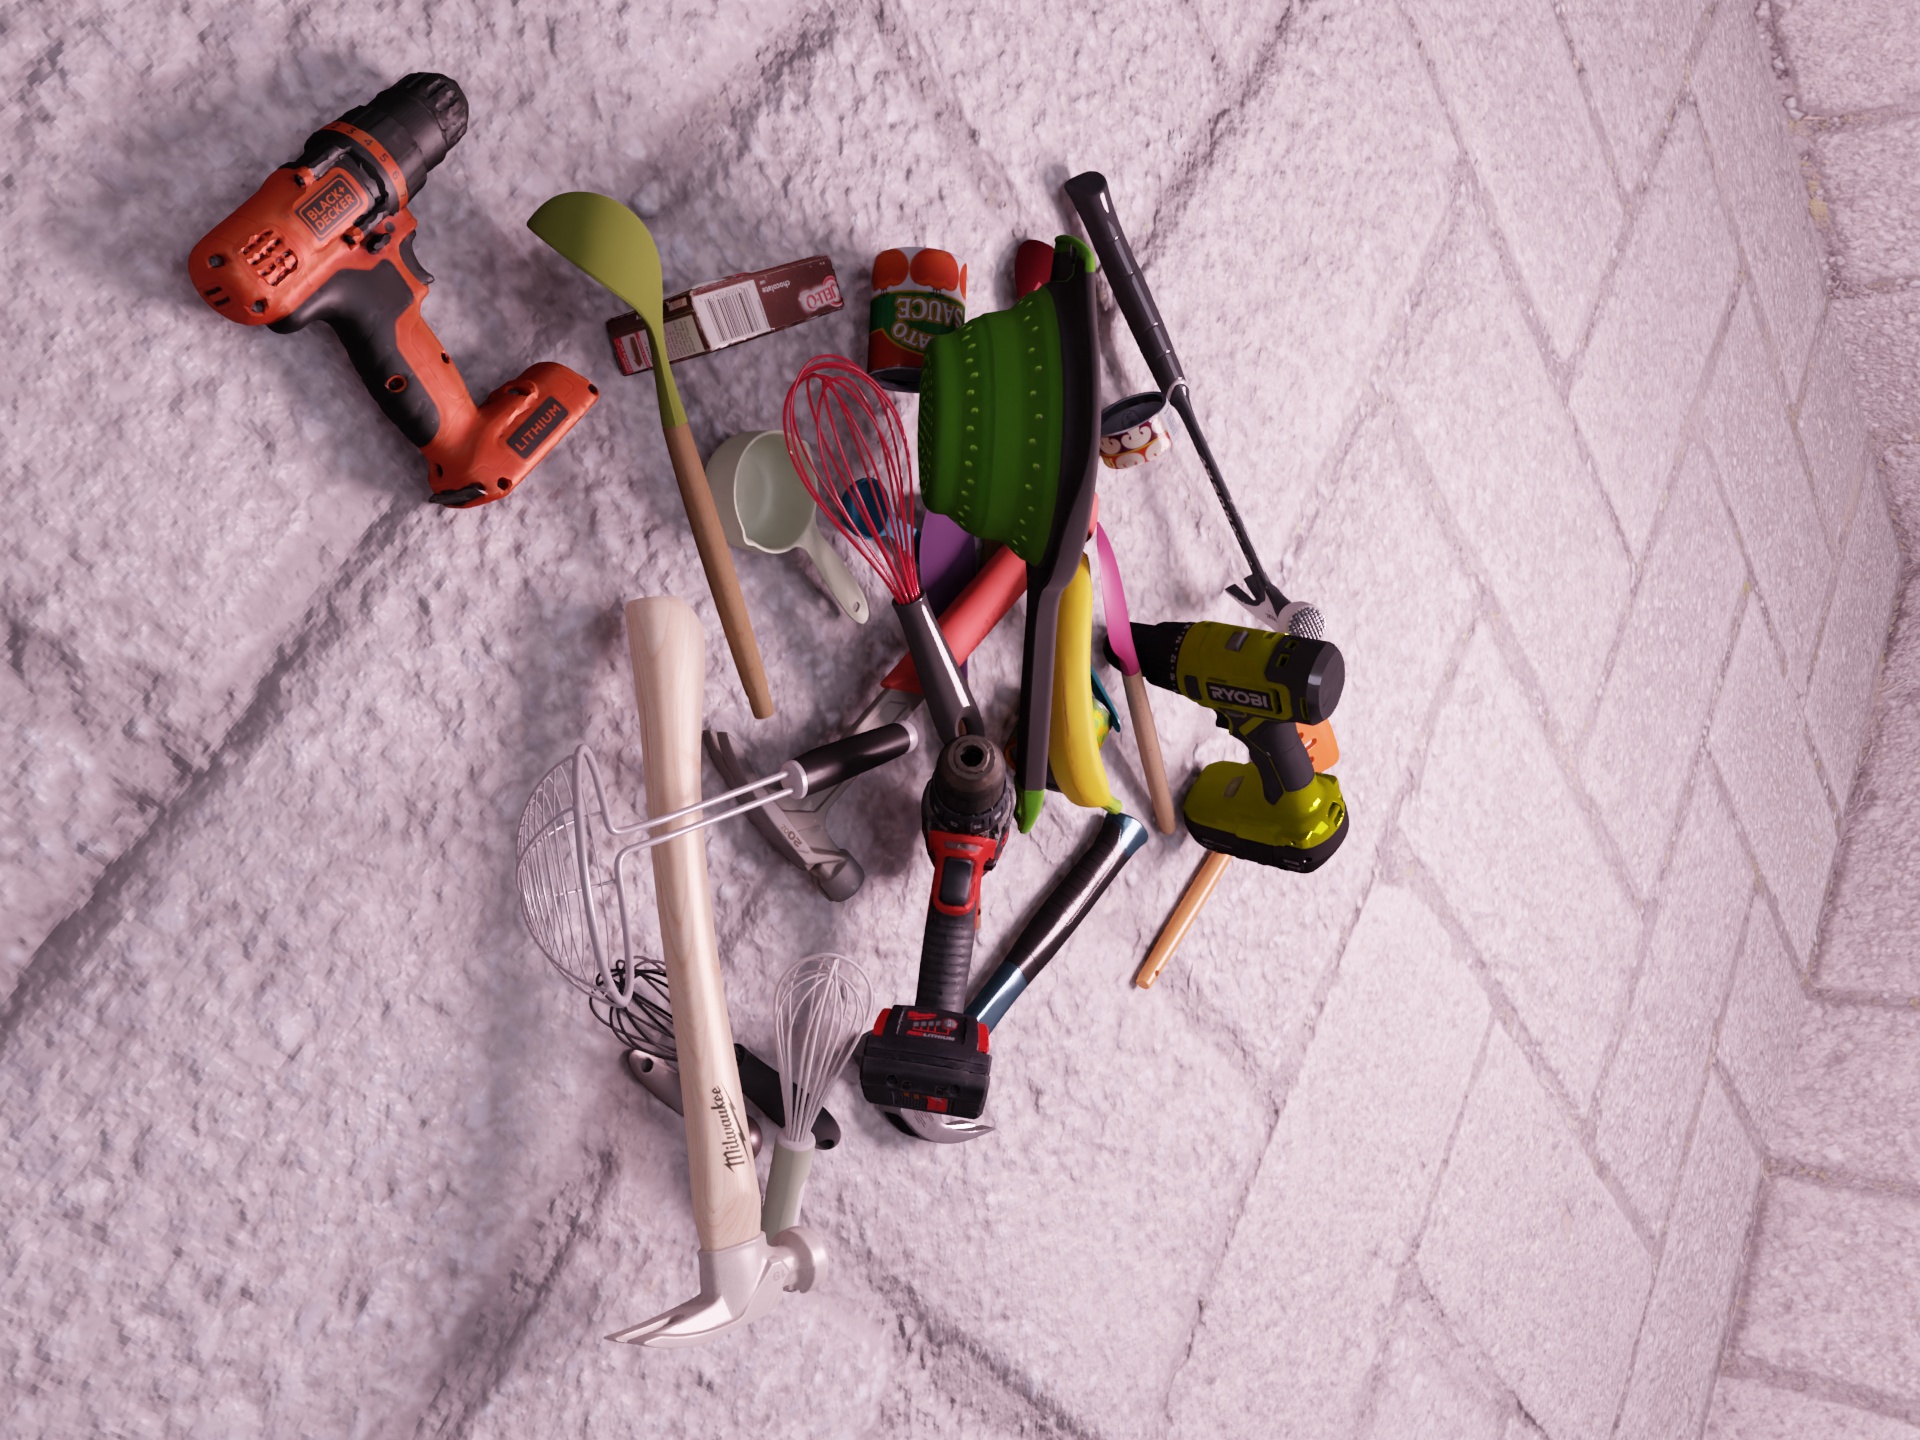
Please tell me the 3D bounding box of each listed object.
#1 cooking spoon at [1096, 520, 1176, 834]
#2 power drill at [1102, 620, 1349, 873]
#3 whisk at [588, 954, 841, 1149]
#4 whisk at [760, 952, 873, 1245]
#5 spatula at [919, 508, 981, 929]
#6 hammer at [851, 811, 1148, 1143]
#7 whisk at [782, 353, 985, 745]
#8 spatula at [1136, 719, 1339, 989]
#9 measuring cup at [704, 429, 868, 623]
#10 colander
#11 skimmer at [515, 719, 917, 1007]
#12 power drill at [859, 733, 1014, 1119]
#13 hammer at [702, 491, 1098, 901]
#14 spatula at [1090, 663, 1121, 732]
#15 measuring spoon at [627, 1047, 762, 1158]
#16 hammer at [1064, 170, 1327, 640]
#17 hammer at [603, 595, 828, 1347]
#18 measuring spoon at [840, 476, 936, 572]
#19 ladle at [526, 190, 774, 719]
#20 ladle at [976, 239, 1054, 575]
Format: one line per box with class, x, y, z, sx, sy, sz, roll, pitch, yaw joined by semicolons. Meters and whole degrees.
cooking spoon;0.137;-0.021;1.237;0.069;0.017;0.318;-85;163;-46
power drill;0.221;0.011;1.288;0.080;0.191;0.228;-55;141;-31
whisk;-0.144;0.213;0.983;0.238;0.055;0.055;50;57;-40
whisk;-0.099;0.251;0.981;0.059;0.058;0.246;9;111;-7
spatula;-0.002;-0.004;1.144;0.059;0.018;0.316;-11;100;-47
hammer;0.048;0.180;1.192;0.331;0.033;0.128;-47;122;-36
whisk;-0.041;-0.094;1.012;0.073;0.073;0.295;-46;127;-36
spatula;0.241;0.111;1.392;0.323;0.041;0.081;-52;127;-32
measuring cup;-0.110;-0.118;1.026;0.083;0.038;0.167;-63;142;-25
colander;0.019;-0.110;1.034;0.094;0.205;0.397;0;112;-7
skimmer;-0.107;0.048;0.877;0.363;0.090;0.127;-22;105;-55
power drill;-0.007;0.128;1.018;0.187;0.080;0.227;94;5;-69
hammer;-0.020;-0.053;1.090;0.359;0.037;0.149;-50;122;-27
spatula;0.098;-0.149;1.233;0.082;0.044;0.317;40;49;-86
measuring spoon;-0.161;0.238;0.981;0.124;0.018;0.034;50;57;-34
hammer;0.183;-0.251;1.292;0.036;0.149;0.408;-28;106;-2
hammer;-0.157;0.134;0.895;0.146;0.038;0.411;-2;83;-55
measuring spoon;-0.046;-0.128;1.107;0.128;0.021;0.042;35;66;-51
ladle;-0.167;-0.140;0.909;0.062;0.078;0.320;-18;115;-7
ladle;0.042;-0.213;1.189;0.069;0.031;0.315;22;77;-46
